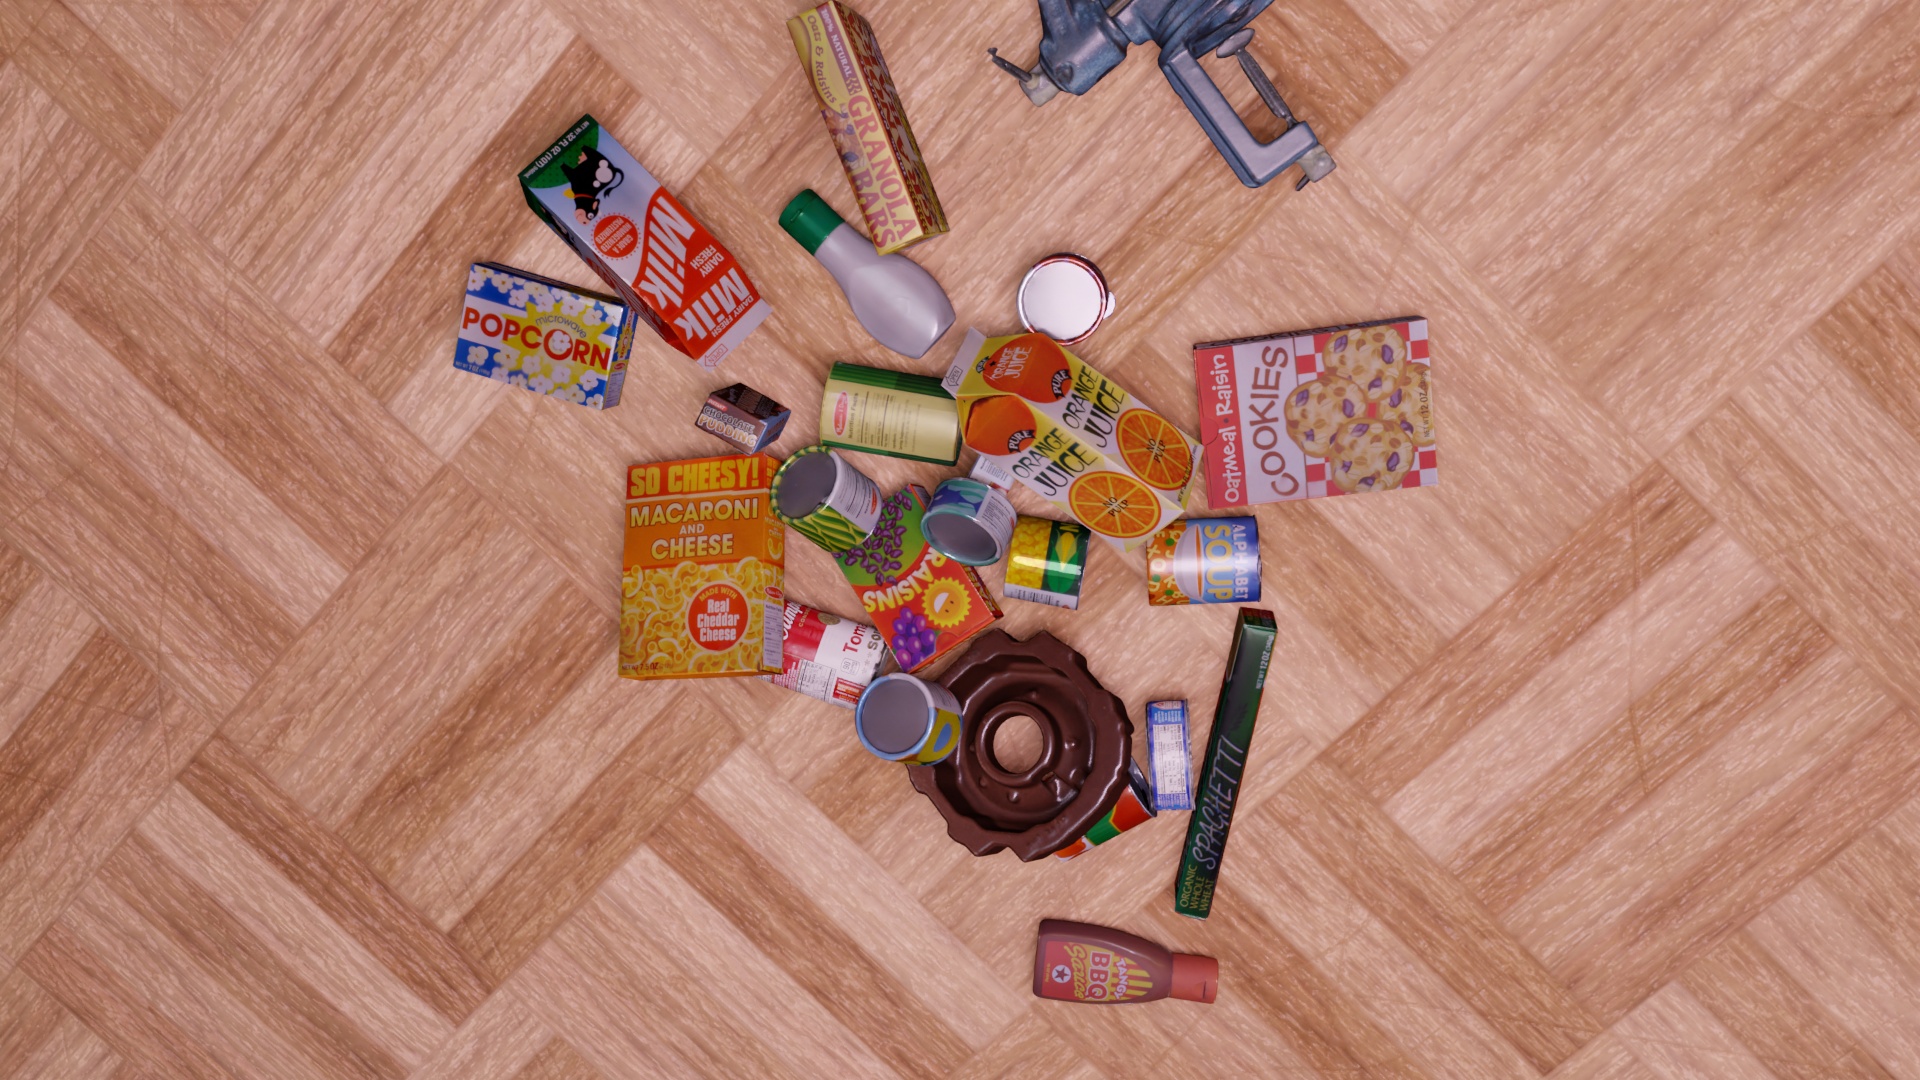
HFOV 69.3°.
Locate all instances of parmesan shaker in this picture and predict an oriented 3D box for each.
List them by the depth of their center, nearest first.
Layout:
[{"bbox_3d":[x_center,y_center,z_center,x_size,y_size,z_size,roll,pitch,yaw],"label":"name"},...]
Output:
[{"bbox_3d":[-0.049,-0.093,1.053,0.103,0.071,0.071,10,104,4],"label":"parmesan shaker"}]

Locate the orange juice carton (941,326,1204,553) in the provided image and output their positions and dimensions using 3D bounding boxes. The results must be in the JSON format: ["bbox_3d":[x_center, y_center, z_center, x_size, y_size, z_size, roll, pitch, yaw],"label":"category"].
[{"bbox_3d":[0.075,-0.081,1.009,0.192,0.072,0.072,33,140,-12],"label":"orange juice carton"}]

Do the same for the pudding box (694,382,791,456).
[{"bbox_3d":[-0.164,-0.093,1.056,0.050,0.084,0.030,29,104,0],"label":"pudding box"}]

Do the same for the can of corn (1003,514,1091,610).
[{"bbox_3d":[0.067,0.014,1.064,0.058,0.071,0.071,10,104,5],"label":"can of corn"}]

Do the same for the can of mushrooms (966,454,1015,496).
[{"bbox_3d":[0.024,-0.049,1.056,0.033,0.071,0.071,27,104,-1],"label":"can of mushrooms"}]

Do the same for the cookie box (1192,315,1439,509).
[{"bbox_3d":[0.261,-0.094,1.029,0.167,0.040,0.122,-6,102,8],"label":"cookie box"}]

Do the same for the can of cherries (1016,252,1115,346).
[{"bbox_3d":[0.078,-0.178,1.023,0.071,0.058,0.071,2,103,7],"label":"can of cherries"}]

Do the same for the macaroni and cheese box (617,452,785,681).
[{"bbox_3d":[-0.198,0.022,1.069,0.123,0.040,0.166,-4,78,18],"label":"macaroni and cheese box"}]

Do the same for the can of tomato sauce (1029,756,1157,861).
[{"bbox_3d":[0.103,0.207,1.101,0.083,0.071,0.071,-30,98,13],"label":"can of tomato sauce"}]

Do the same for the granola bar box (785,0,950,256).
[{"bbox_3d":[-0.061,-0.288,0.980,0.039,0.124,0.165,-20,100,12],"label":"granola bar box"}]

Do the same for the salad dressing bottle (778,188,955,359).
[{"bbox_3d":[-0.071,-0.201,1.043,0.147,0.044,0.064,43,109,-3],"label":"salad dressing bottle"}]

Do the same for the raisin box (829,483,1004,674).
[{"bbox_3d":[-0.035,0.030,1.075,0.086,0.040,0.123,-34,80,12],"label":"raisin box"}]

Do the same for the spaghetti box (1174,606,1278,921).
[{"bbox_3d":[0.207,0.177,1.092,0.029,0.050,0.249,12,104,6],"label":"spaghetti box"}]

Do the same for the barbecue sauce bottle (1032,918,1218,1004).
[{"bbox_3d":[0.135,0.352,1.142,0.148,0.044,0.064,6,102,5],"label":"barbecue sauce bottle"}]

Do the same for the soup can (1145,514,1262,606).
[{"bbox_3d":[0.182,0.016,1.047,0.084,0.071,0.071,-3,102,8],"label":"soup can"}]

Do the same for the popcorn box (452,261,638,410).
[{"bbox_3d":[-0.323,-0.160,1.083,0.127,0.038,0.085,16,103,3],"label":"popcorn box"}]

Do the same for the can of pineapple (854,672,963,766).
[{"bbox_3d":[-0.039,0.137,1.045,0.071,0.058,0.071,-6,75,21],"label":"can of pineapple"}]

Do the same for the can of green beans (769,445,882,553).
[{"bbox_3d":[-0.102,-0.031,1.054,0.071,0.057,0.071,-14,60,26],"label":"can of green beans"}]

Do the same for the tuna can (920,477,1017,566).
[{"bbox_3d":[0.004,-0.013,1.025,0.071,0.033,0.070,17,146,12],"label":"tuna can"}]

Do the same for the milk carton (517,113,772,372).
[{"bbox_3d":[-0.231,-0.215,1.032,0.190,0.073,0.072,44,79,-5],"label":"milk carton"}]
